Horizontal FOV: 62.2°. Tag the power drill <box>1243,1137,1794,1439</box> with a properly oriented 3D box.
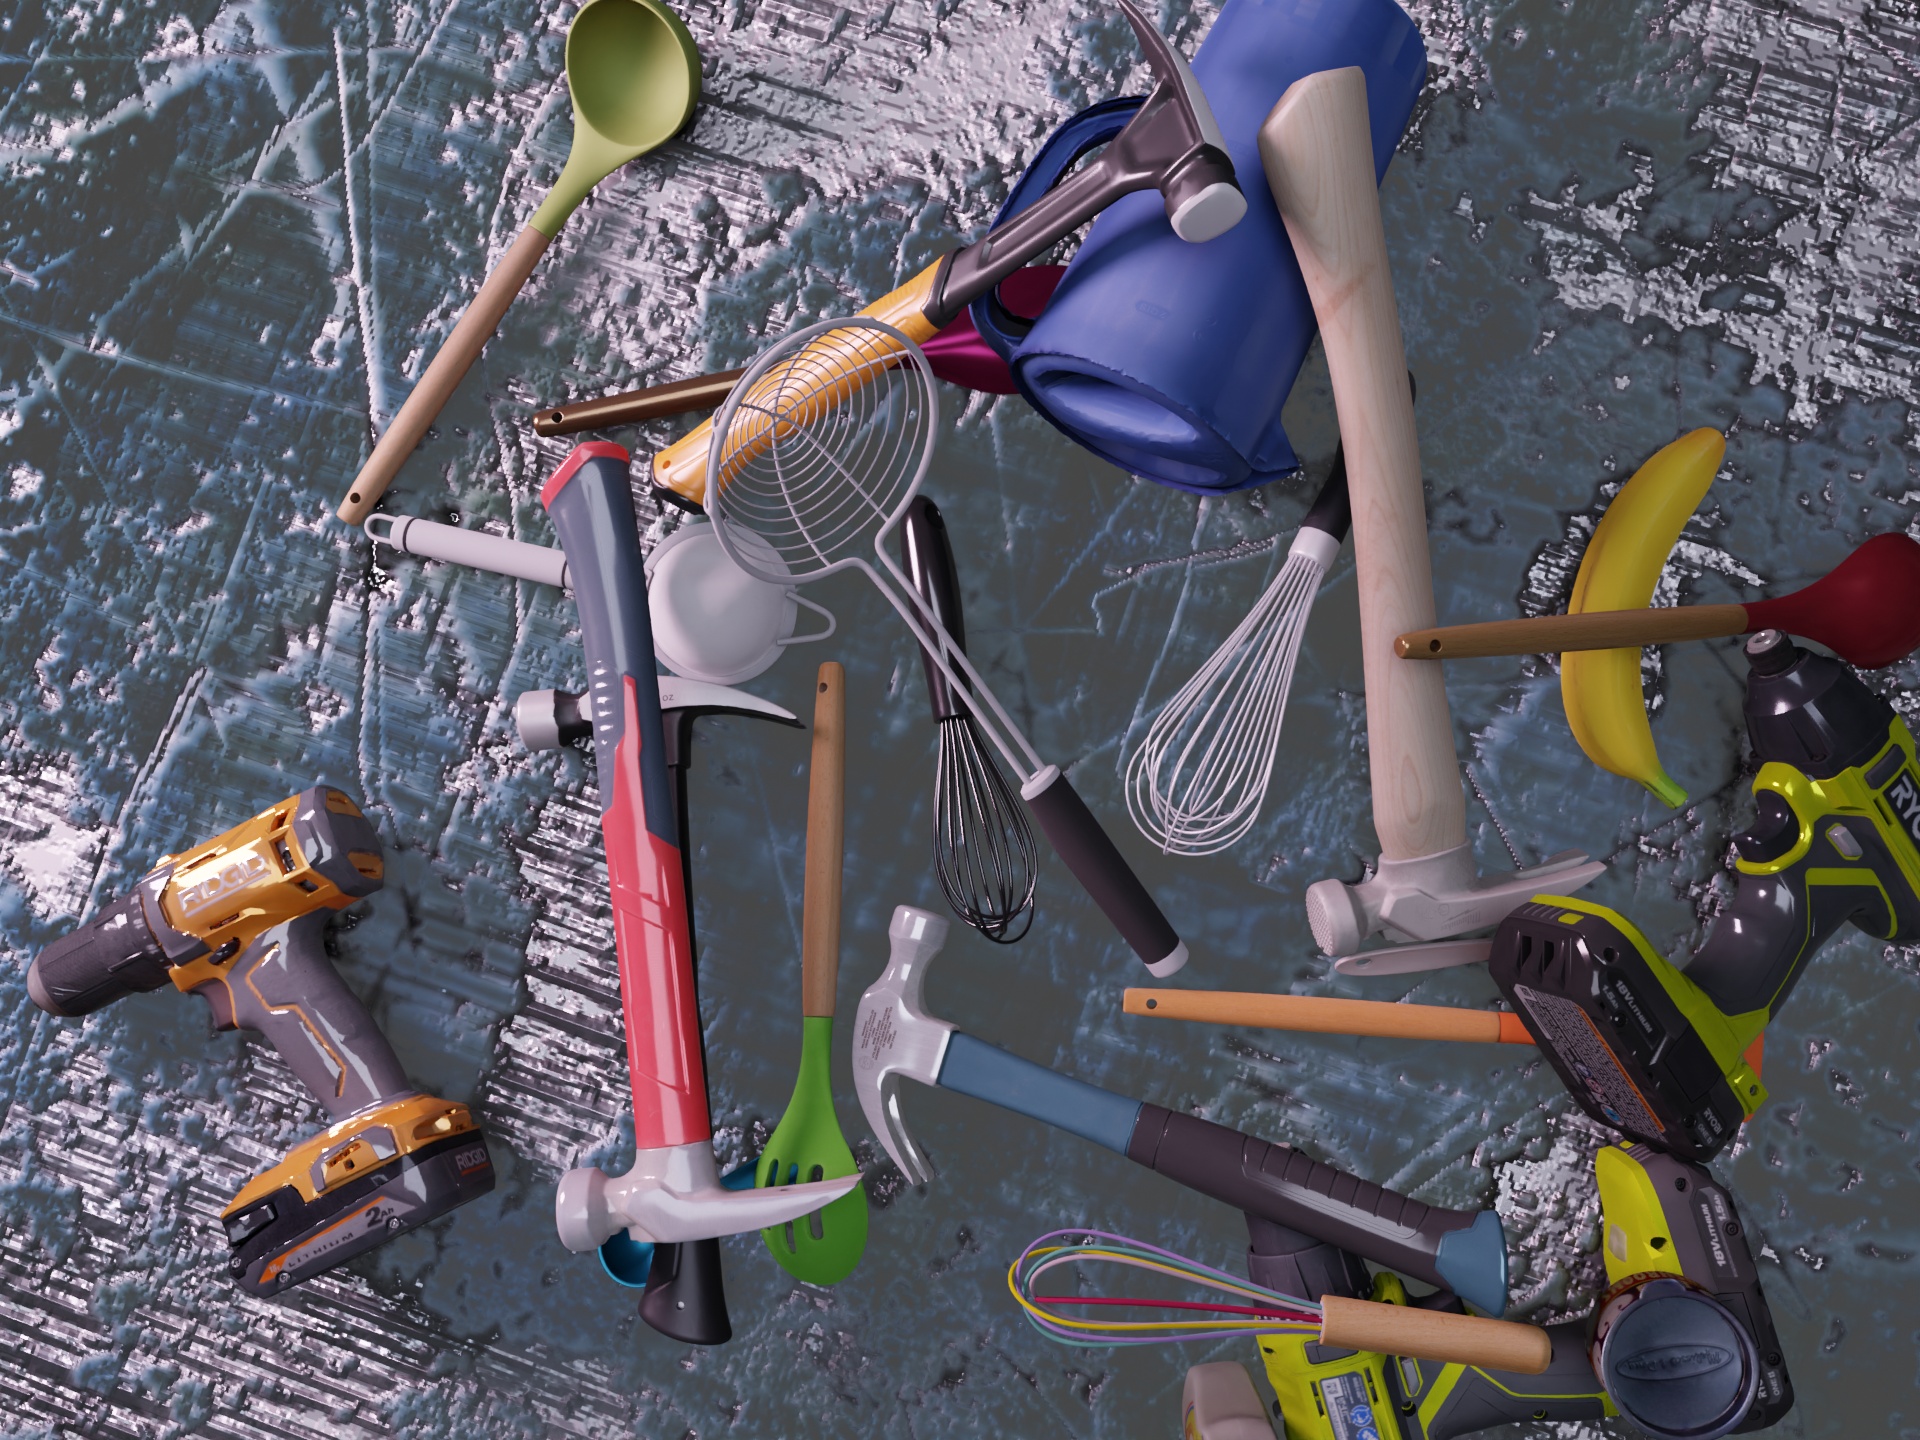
[{"bbox_3d":[0.255,0.280,0.768,0.228,0.080,0.190,-16,85,4],"label":"power drill"}]

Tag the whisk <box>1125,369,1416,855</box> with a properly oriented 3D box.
[{"bbox_3d":[0.166,-0.059,0.808,0.070,0.070,0.284,27,82,4],"label":"whisk"}]

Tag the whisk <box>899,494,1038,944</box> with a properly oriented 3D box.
[{"bbox_3d":[0.000,-0.003,0.818,0.055,0.055,0.239,-11,80,2],"label":"whisk"}]

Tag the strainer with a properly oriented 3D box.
[{"bbox_3d":[-0.195,-0.074,0.835,0.258,0.050,0.087,13,101,7],"label":"strainer"}]

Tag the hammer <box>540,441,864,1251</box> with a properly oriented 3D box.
[{"bbox_3d":[-0.141,0.052,0.774,0.143,0.038,0.386,-8,83,2],"label":"hammer"}]

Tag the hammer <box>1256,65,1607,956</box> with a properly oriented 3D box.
[{"bbox_3d":[0.211,-0.091,0.749,0.146,0.038,0.410,-13,105,-3],"label":"hammer"}]

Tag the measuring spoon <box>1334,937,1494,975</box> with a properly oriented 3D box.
[{"bbox_3d":[0.252,0.112,0.809,0.124,0.034,0.018,-9,46,7],"label":"measuring spoon"}]

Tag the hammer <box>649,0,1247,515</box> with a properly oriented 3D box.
[{"bbox_3d":[-0.027,-0.203,0.770,0.337,0.034,0.127,-29,61,27],"label":"hammer"}]

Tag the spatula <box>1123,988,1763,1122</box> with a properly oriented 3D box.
[{"bbox_3d":[0.245,0.153,0.805,0.322,0.041,0.081,3,87,7],"label":"spatula"}]

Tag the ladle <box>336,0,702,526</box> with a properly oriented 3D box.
[{"bbox_3d":[-0.242,-0.240,0.842,0.078,0.062,0.320,34,90,5],"label":"ladle"}]

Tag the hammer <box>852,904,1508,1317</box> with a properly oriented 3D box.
[{"bbox_3d":[0.098,0.200,0.762,0.331,0.033,0.128,17,87,20],"label":"hammer"}]

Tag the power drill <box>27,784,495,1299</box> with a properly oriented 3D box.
[{"bbox_3d":[-0.356,0.169,0.804,0.185,0.084,0.226,-26,80,1],"label":"power drill"}]

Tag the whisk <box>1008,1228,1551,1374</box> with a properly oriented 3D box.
[{"bbox_3d":[0.143,0.274,0.727,0.245,0.047,0.051,6,82,6],"label":"whisk"}]

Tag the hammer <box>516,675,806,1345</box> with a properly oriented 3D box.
[{"bbox_3d":[-0.141,0.141,0.805,0.146,0.035,0.335,-6,81,2],"label":"hammer"}]

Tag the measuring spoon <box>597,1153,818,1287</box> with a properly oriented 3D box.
[{"bbox_3d":[-0.125,0.248,0.820,0.128,0.021,0.042,-26,82,-9],"label":"measuring spoon"}]

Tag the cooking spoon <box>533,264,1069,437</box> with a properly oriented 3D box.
[{"bbox_3d":[-0.071,-0.188,0.847,0.319,0.017,0.069,-11,85,1],"label":"cooking spoon"}]

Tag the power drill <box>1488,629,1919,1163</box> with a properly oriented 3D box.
[{"bbox_3d":[0.364,0.080,0.746,0.223,0.080,0.171,-40,102,-14],"label":"power drill"}]

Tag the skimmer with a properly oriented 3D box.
[{"bbox_3d":[0.014,-0.017,0.745,0.127,0.090,0.363,-40,104,-17],"label":"skimmer"}]

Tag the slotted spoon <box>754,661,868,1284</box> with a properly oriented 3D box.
[{"bbox_3d":[-0.073,0.124,0.808,0.070,0.031,0.314,-5,78,32],"label":"slotted spoon"}]

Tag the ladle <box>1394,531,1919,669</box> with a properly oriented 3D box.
[{"bbox_3d":[0.351,-0.048,0.763,0.315,0.031,0.069,-5,100,-15],"label":"ladle"}]
